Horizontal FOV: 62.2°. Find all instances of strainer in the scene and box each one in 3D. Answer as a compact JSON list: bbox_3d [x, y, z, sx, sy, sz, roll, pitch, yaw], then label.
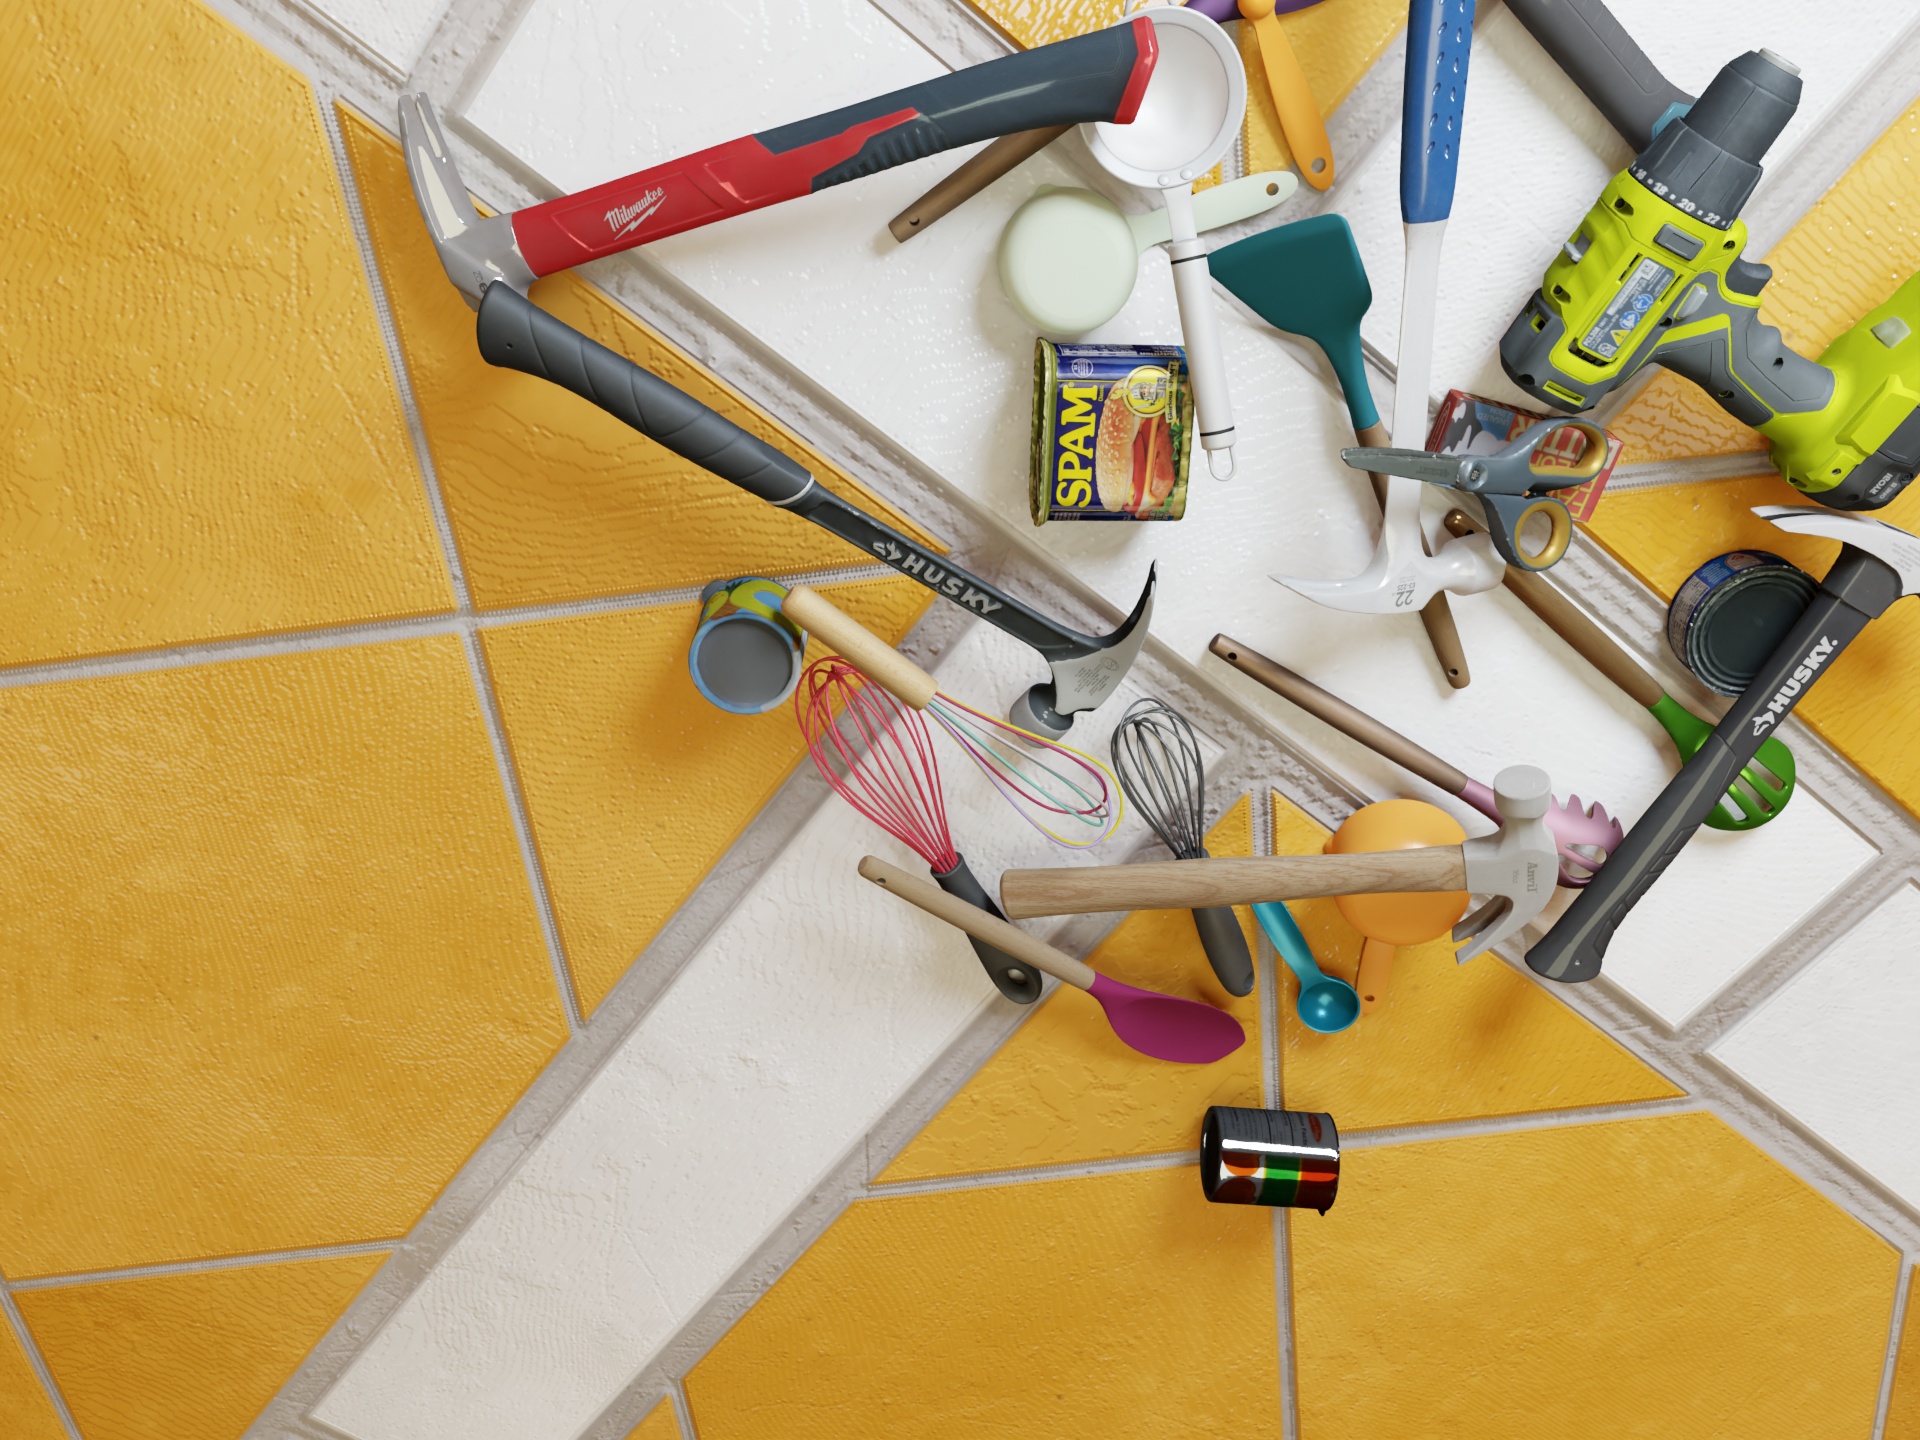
[{"bbox_3d":[0.114,-0.250,0.821,0.087,0.050,0.258,-12,105,1],"label":"strainer"}]

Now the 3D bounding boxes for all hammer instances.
[{"bbox_3d":[0.449,0.025,0.954,0.146,0.035,0.334,25,111,-15],"label":"hammer"},{"bbox_3d":[-0.093,-0.296,0.799,0.386,0.038,0.143,-12,114,15],"label":"hammer"},{"bbox_3d":[0.187,0.098,0.968,0.331,0.031,0.129,-6,126,16],"label":"hammer"},{"bbox_3d":[-0.074,-0.120,0.873,0.408,0.036,0.149,29,135,-17],"label":"hammer"},{"bbox_3d":[0.263,-0.393,0.788,0.330,0.033,0.128,37,102,-19],"label":"hammer"},{"bbox_3d":[0.231,-0.242,0.807,0.144,0.035,0.405,-14,118,-21],"label":"hammer"}]

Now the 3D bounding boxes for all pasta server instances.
[{"bbox_3d":[0.290,0.025,0.999,0.316,0.040,0.060,29,111,-10],"label":"pasta server"}]

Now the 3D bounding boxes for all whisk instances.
[{"bbox_3d":[0.000,-0.005,0.928,0.244,0.051,0.047,36,118,-17],"label":"whisk"},{"bbox_3d":[0.149,0.087,1.016,0.055,0.055,0.238,-20,119,8],"label":"whisk"},{"bbox_3d":[-0.017,0.077,1.000,0.073,0.073,0.295,-25,120,10],"label":"whisk"}]

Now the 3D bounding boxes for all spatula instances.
[{"bbox_3d":[0.236,-0.141,0.907,0.082,0.044,0.317,-9,122,36],"label":"spatula"},{"bbox_3d":[0.095,-0.343,0.824,0.316,0.018,0.059,-32,115,12],"label":"spatula"}]

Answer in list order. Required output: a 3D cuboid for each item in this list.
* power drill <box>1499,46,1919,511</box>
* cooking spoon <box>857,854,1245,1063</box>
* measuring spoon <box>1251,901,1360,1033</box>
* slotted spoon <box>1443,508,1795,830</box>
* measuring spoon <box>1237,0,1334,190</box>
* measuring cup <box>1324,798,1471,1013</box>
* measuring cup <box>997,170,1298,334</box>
[{"bbox_3d":[0.430,-0.223,0.839,0.228,0.080,0.190,22,125,-13],"label":"power drill"},{"bbox_3d":[0.064,0.157,1.028,0.318,0.017,0.068,30,127,-27],"label":"cooking spoon"},{"bbox_3d":[0.226,0.153,1.065,0.042,0.021,0.128,-28,104,18],"label":"measuring spoon"},{"bbox_3d":[0.407,-0.027,0.975,0.313,0.031,0.070,38,109,-15],"label":"slotted spoon"},{"bbox_3d":[0.172,-0.328,0.828,0.021,0.011,0.116,-27,121,8],"label":"measuring spoon"},{"bbox_3d":[0.277,0.136,1.028,0.095,0.052,0.173,8,120,9],"label":"measuring cup"},{"bbox_3d":[0.101,-0.259,0.851,0.167,0.038,0.083,-17,114,9],"label":"measuring cup"}]
